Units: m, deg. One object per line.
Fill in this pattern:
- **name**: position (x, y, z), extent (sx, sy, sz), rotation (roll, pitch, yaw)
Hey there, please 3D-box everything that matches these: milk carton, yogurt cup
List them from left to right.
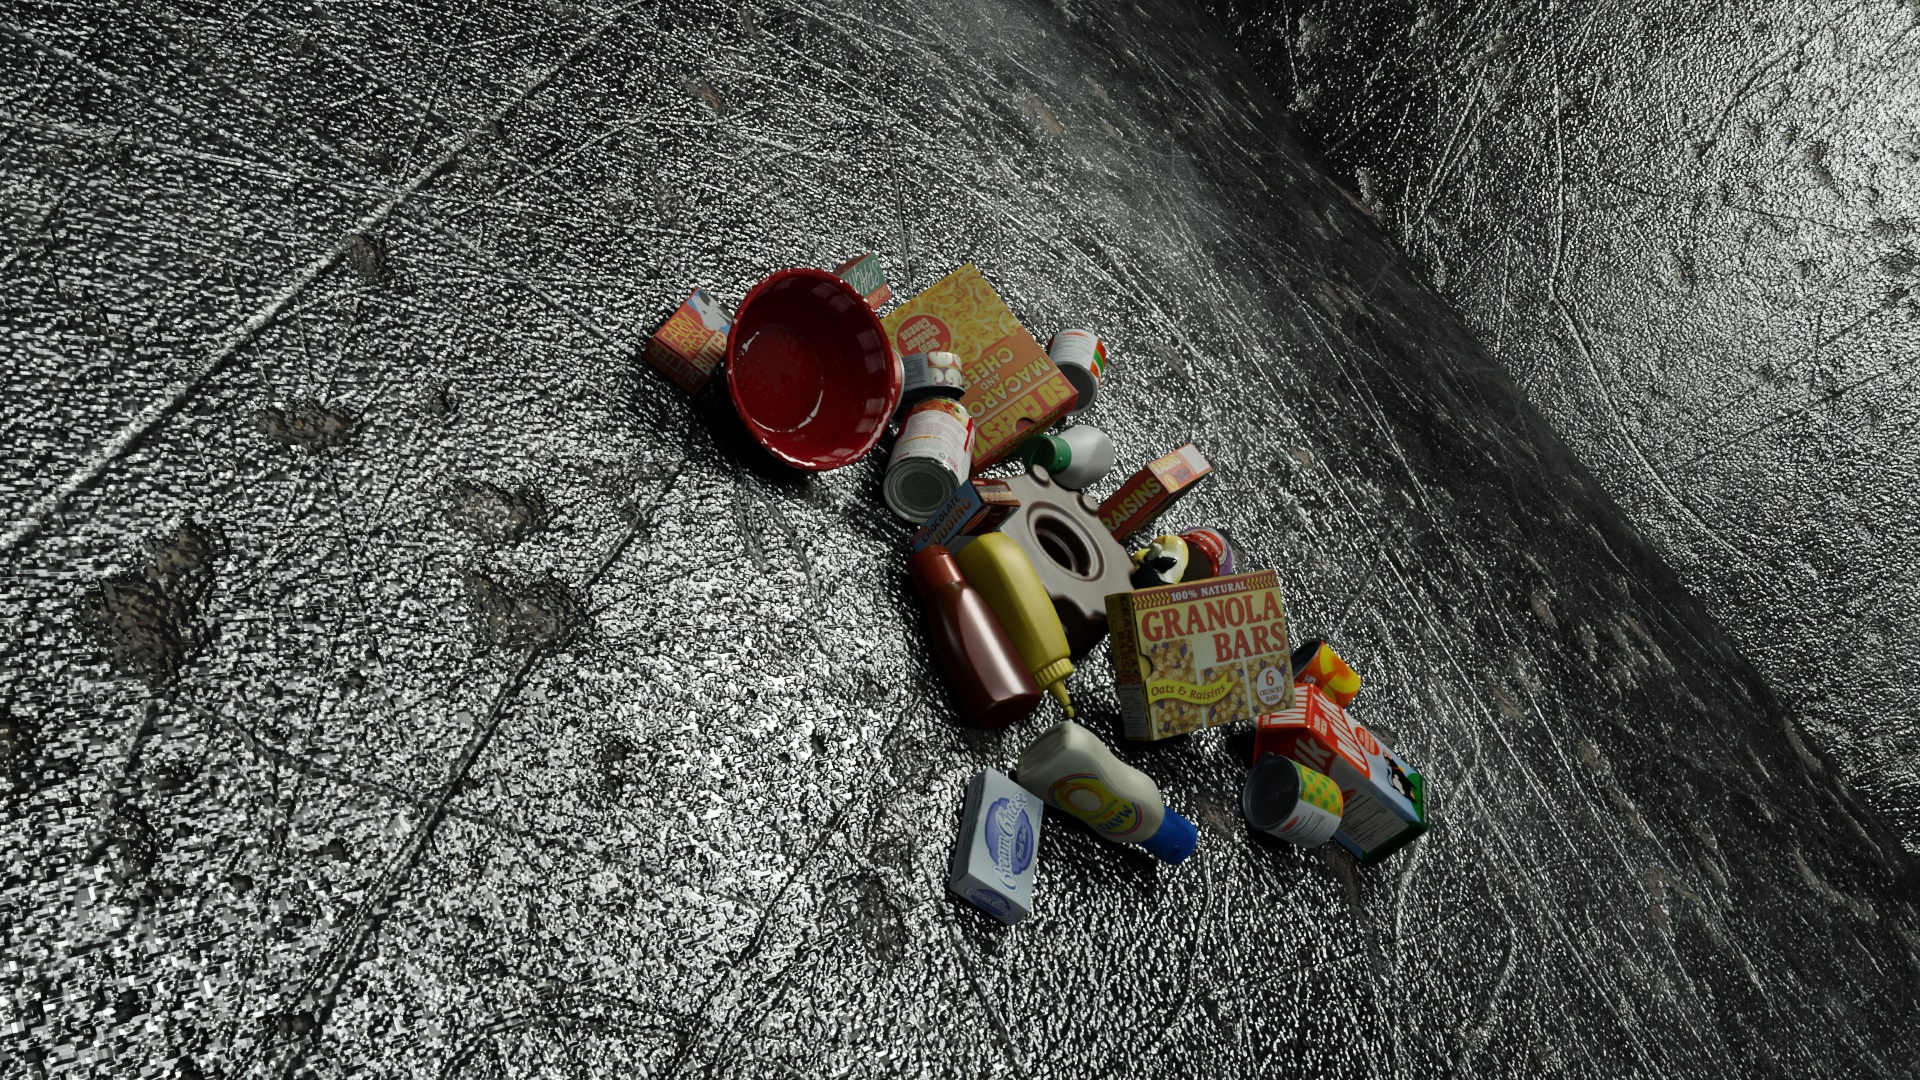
- **yogurt cup**: position (-0.088, -0.136, 1.193), extent (0.054, 0.072, 0.072), rotation (4, 49, -36)
- **milk carton**: position (0.334, 0.203, 1.272), extent (0.190, 0.073, 0.073), rotation (40, 32, -7)

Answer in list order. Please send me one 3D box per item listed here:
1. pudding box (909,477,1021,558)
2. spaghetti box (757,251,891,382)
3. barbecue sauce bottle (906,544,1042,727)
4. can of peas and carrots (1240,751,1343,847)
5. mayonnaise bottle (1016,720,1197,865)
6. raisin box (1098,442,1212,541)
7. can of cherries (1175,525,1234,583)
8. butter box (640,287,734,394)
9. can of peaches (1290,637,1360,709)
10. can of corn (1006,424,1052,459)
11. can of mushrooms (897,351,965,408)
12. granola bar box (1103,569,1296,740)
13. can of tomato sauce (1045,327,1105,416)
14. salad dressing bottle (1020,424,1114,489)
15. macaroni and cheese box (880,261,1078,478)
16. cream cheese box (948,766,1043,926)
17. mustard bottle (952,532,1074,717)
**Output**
- **pudding box**: position (0.004, -0.014, 1.134), extent (0.050, 0.083, 0.030), rotation (2, 51, -48)
- **spaghetti box**: position (-0.122, -0.202, 1.244), extent (0.050, 0.028, 0.251), rotation (69, 26, -19)
- **barbecue sauce bottle**: position (0.005, 0.071, 1.074), extent (0.065, 0.043, 0.149), rotation (3, 49, -47)
- **can of peas and carrots**: position (0.285, 0.223, 1.197), extent (0.058, 0.070, 0.071), rotation (26, 36, -29)
- **mayonnaise bottle**: position (0.114, 0.194, 1.041), extent (0.148, 0.064, 0.041), rotation (36, 31, -21)
- **raisin box**: position (0.192, -0.049, 1.391), extent (0.040, 0.085, 0.124), rotation (52, 32, 8)
- **can of cherries**: position (0.230, 0.021, 1.367), extent (0.071, 0.071, 0.058), rotation (51, 32, 10)
- **butter box**: position (-0.212, -0.161, 1.114), extent (0.053, 0.024, 0.104), rotation (38, 32, -12)
- **can of peaches**: position (0.351, 0.141, 1.373), extent (0.058, 0.071, 0.071), rotation (43, 31, -4)
- **can of corn**: position (0.052, -0.123, 1.342), extent (0.071, 0.058, 0.071), rotation (30, 34, -23)
- **can of mushrooms**: position (-0.029, -0.140, 1.222), extent (0.071, 0.071, 0.033), rotation (3, 75, -48)
- **granola bar box**: position (0.208, 0.096, 1.187), extent (0.166, 0.039, 0.124), rotation (-7, 87, -32)
- **can of tomato sauce**: position (0.118, -0.178, 1.480), extent (0.071, 0.071, 0.083), rotation (37, 32, -13)
- **salad dressing bottle**: position (0.103, -0.081, 1.331), extent (0.044, 0.064, 0.148), rotation (32, 14, 21)
- **macaroni and cheese box**: position (0.009, -0.158, 1.285), extent (0.124, 0.040, 0.166), rotation (-36, 78, -14)
- **cream cheese box**: position (0.026, 0.209, 0.954), extent (0.053, 0.024, 0.104), rotation (35, 32, -14)
- **mustard bottle**: position (0.049, 0.072, 1.110), extent (0.049, 0.065, 0.160), rotation (-13, 68, -49)
